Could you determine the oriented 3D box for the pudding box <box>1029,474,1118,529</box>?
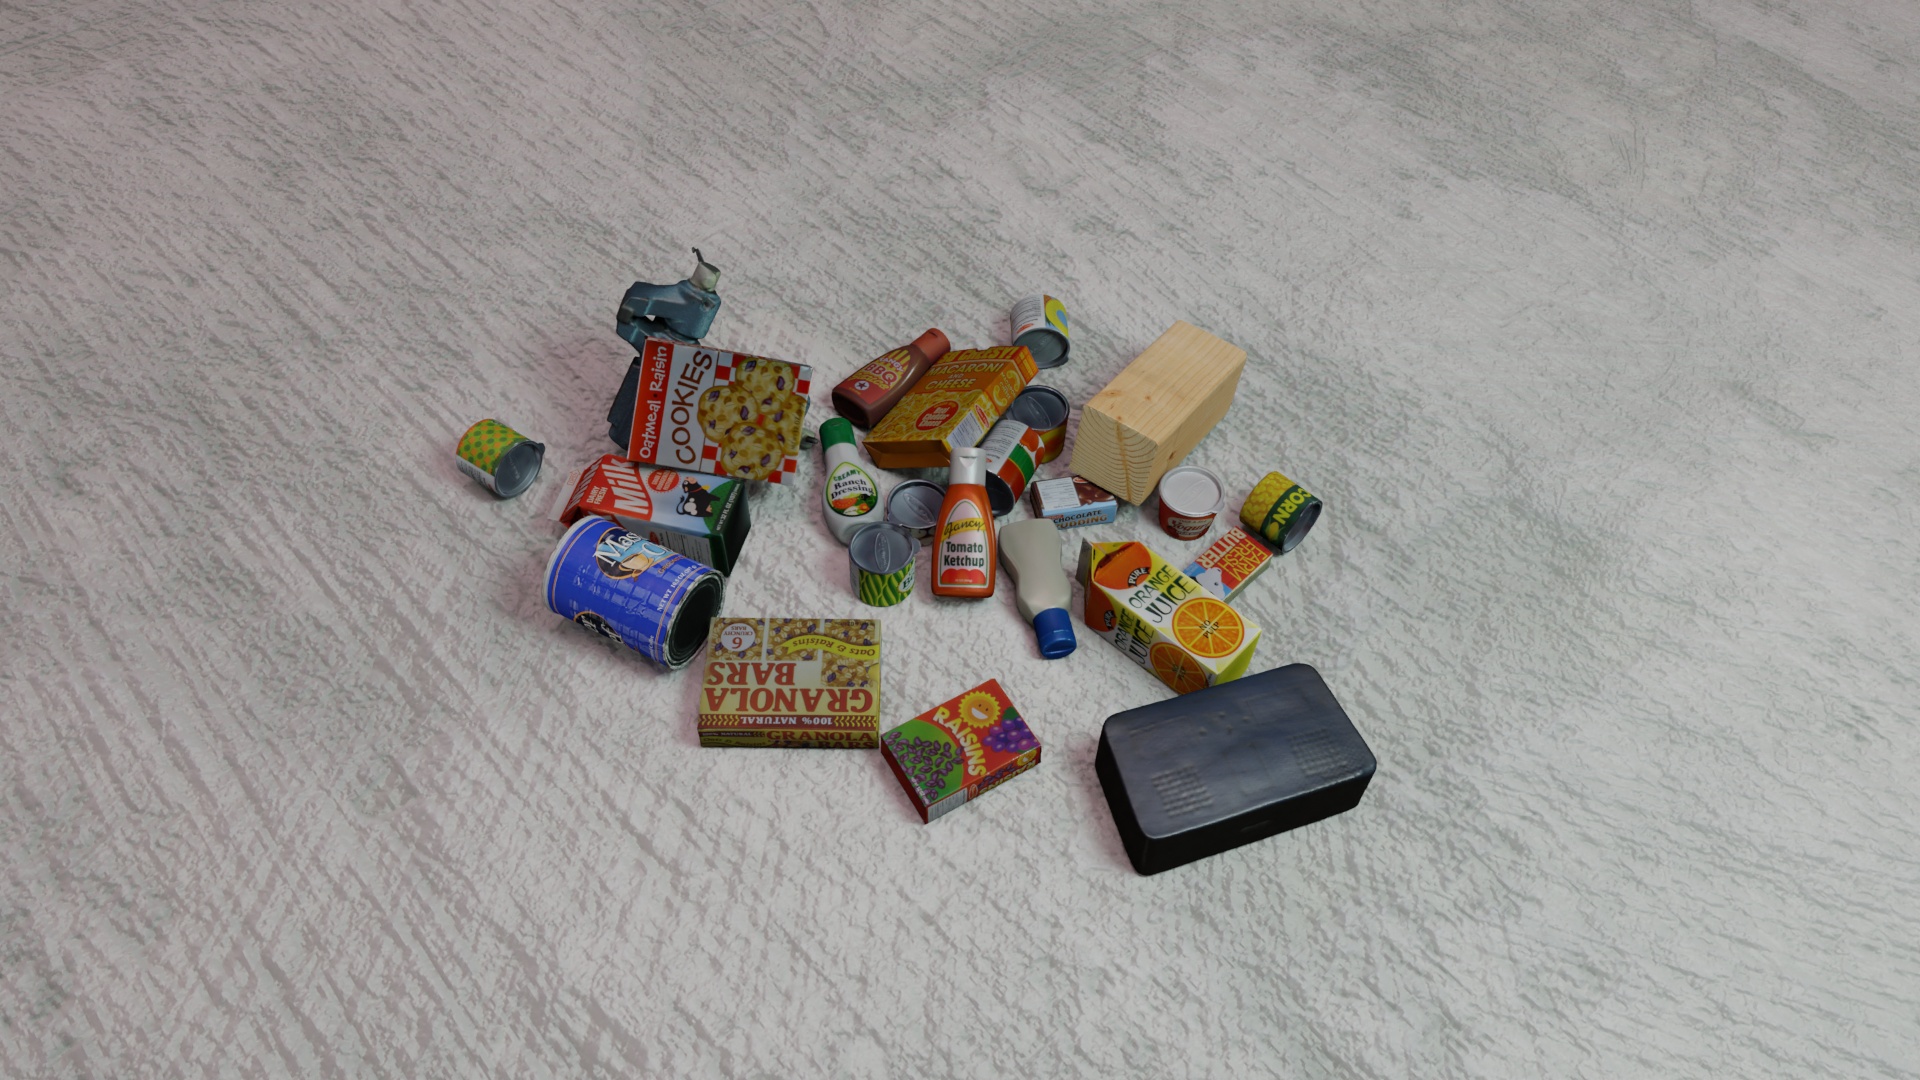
[{"bbox_3d":[0.119,-0.041,1.460,0.084,0.030,0.050,-9,52,-9],"label":"pudding box"}]

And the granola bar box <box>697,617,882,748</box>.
[{"bbox_3d":[-0.158,0.133,1.308,0.166,0.038,0.125,1,53,-2],"label":"granola bar box"}]

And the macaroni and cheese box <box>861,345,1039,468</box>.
[{"bbox_3d":[-0.010,-0.145,1.490,0.123,0.040,0.167,2,43,44],"label":"macaroni and cheese box"}]

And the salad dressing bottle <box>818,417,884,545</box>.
[{"bbox_3d":[-0.119,-0.064,1.458,0.064,0.043,0.148,-11,53,-8],"label":"salad dressing bottle"}]

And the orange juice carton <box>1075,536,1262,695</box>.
[{"bbox_3d":[0.188,0.071,1.351,0.193,0.071,0.073,37,59,23],"label":"orange juice carton"}]

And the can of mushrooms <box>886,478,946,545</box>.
[{"bbox_3d":[-0.046,-0.028,1.440,0.071,0.033,0.071,2,53,-2],"label":"can of mushrooms"}]

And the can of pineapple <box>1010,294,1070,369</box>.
[{"bbox_3d":[0.091,-0.238,1.590,0.071,0.070,0.058,0,53,-2],"label":"can of pineapple"}]

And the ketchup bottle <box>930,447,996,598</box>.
[{"bbox_3d":[0.005,-0.017,1.387,0.065,0.043,0.149,2,83,1],"label":"ketchup bottle"}]

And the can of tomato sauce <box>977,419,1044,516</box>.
[{"bbox_3d":[0.044,-0.075,1.460,0.071,0.070,0.083,22,51,14],"label":"can of tomato sauce"}]

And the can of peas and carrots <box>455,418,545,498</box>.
[{"bbox_3d":[-0.479,-0.088,1.446,0.059,0.070,0.071,28,56,18],"label":"can of peas and carrots"}]

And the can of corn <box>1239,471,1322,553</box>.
[{"bbox_3d":[0.331,-0.031,1.437,0.058,0.070,0.071,39,60,25],"label":"can of corn"}]

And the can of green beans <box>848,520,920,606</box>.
[{"bbox_3d":[-0.078,0.024,1.384,0.071,0.057,0.071,1,52,-1],"label":"can of green beans"}]

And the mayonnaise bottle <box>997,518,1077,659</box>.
[{"bbox_3d":[0.081,0.047,1.385,0.065,0.041,0.149,-9,54,-7],"label":"mayonnaise bottle"}]

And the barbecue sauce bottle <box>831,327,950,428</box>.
[{"bbox_3d":[-0.072,-0.185,1.553,0.065,0.043,0.149,31,57,29],"label":"barbecue sauce bottle"}]

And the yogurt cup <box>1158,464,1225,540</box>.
[{"bbox_3d":[0.238,-0.037,1.447,0.072,0.053,0.073,1,52,-2],"label":"yogurt cup"}]

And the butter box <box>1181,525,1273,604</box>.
[{"bbox_3d":[0.266,0.033,1.414,0.053,0.024,0.104,39,61,24],"label":"butter box"}]

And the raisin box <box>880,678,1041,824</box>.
[{"bbox_3d":[0.000,0.192,1.271,0.124,0.039,0.086,-25,57,-19],"label":"raisin box"}]

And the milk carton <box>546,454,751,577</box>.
[{"bbox_3d":[-0.316,-0.030,1.404,0.191,0.073,0.073,11,53,6],"label":"milk carton"}]

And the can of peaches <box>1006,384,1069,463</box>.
[{"bbox_3d":[0.081,-0.125,1.505,0.071,0.057,0.071,1,53,-2],"label":"can of peaches"}]

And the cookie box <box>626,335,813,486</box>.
[{"bbox_3d":[-0.242,-0.129,1.394,0.167,0.122,0.040,9,9,-12],"label":"cookie box"}]
